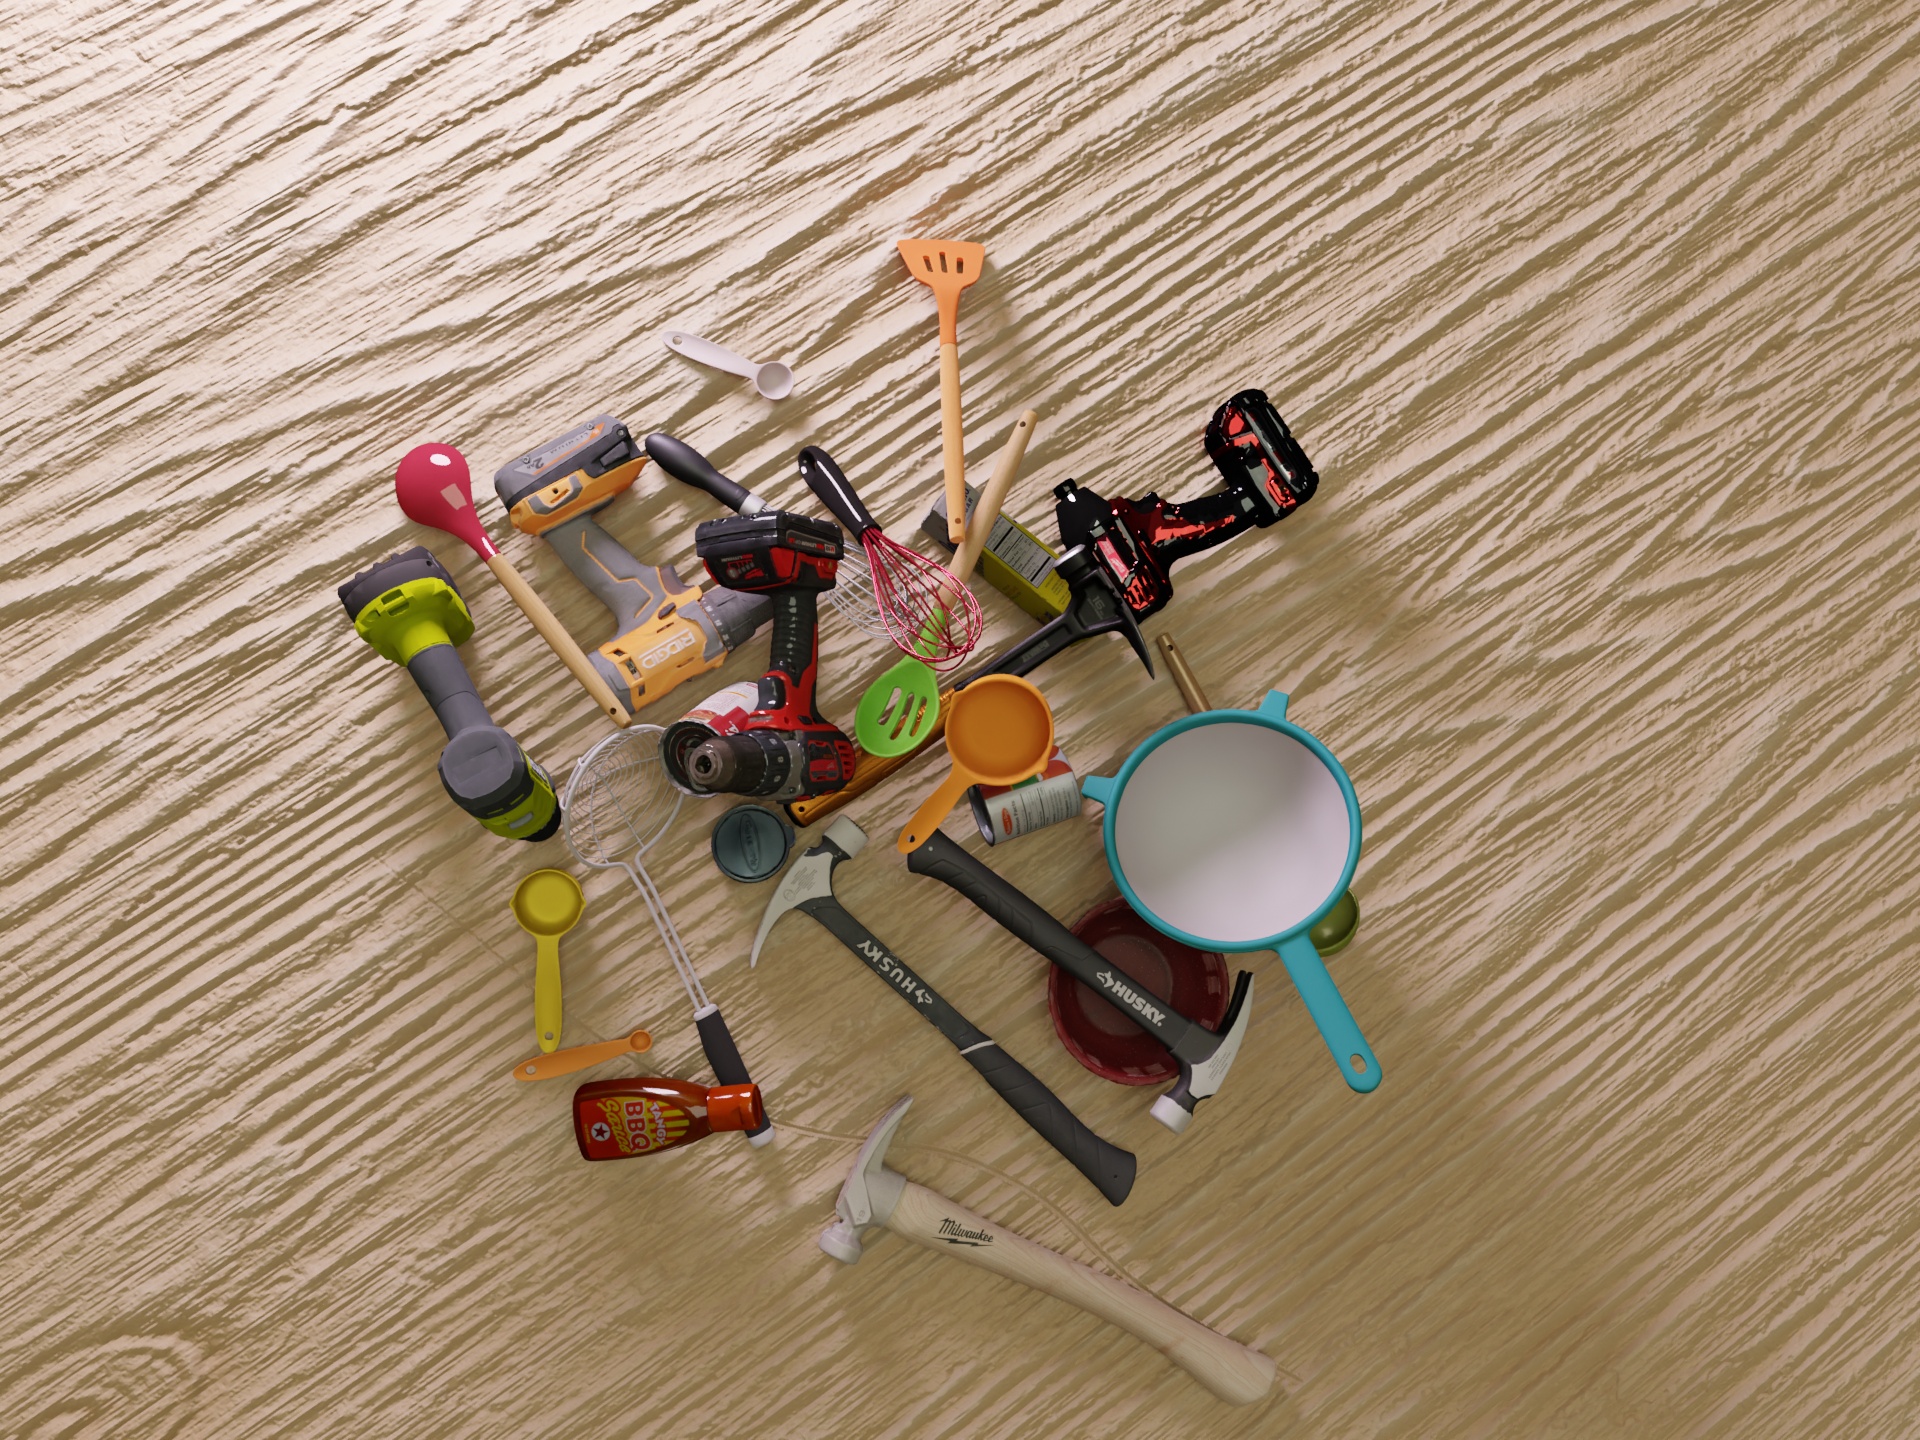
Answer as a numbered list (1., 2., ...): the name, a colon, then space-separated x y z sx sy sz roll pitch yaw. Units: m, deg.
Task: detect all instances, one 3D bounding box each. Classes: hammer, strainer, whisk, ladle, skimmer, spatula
1. hammer: -0.002 -0.004 1.338 0.337 0.034 0.127 -33 96 8
2. strainer: 0.255 0.156 1.321 0.211 0.095 0.341 -25 66 0
3. whisk: -0.151 -0.165 1.370 0.284 0.070 0.070 34 81 0
4. hammer: 0.092 0.470 1.363 0.410 0.038 0.146 27 80 -6
5. ladle: 0.256 0.063 1.415 0.078 0.062 0.320 -28 87 -4
6. hammer: -0.004 0.271 1.365 0.409 0.036 0.149 43 81 -4
7. ladle: -0.366 -0.112 1.298 0.069 0.031 0.315 -42 77 4
8. whisk: -0.065 -0.142 1.308 0.073 0.073 0.296 -29 52 -10
9. hammer: 0.094 0.189 1.330 0.334 0.035 0.146 37 81 -3
10. skimmer: -0.221 0.182 1.309 0.127 0.090 0.363 -26 93 -44
11. spatula: -0.010 -0.292 1.359 0.081 0.041 0.323 1 68 -8

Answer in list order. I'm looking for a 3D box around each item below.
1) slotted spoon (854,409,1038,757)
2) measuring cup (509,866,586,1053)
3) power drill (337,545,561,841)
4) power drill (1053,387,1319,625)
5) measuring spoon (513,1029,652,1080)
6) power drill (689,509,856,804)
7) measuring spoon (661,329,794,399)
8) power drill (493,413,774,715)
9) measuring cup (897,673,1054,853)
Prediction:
1. slotted spoon: -0.003 -0.112 1.311 0.070 0.031 0.314 22 86 23
2. measuring cup: -0.343 0.198 1.326 0.062 0.029 0.156 1 97 -9
3. power drill: -0.393 -0.008 1.265 0.080 0.190 0.229 -30 76 -9
4. power drill: 0.194 -0.195 1.418 0.219 0.078 0.143 -34 91 -8
5. measuring spoon: -0.315 0.279 1.327 0.117 0.011 0.021 -14 100 -7
6. power drill: -0.154 -0.046 1.251 0.080 0.187 0.227 -5 87 26
7. measuring spoon: -0.204 -0.313 1.394 0.124 0.018 0.034 23 82 0
8. power drill: -0.262 -0.141 1.337 0.185 0.084 0.226 -31 95 -13
9. measuring cup: 0.007 0.037 1.301 0.095 0.052 0.173 39 102 -3
